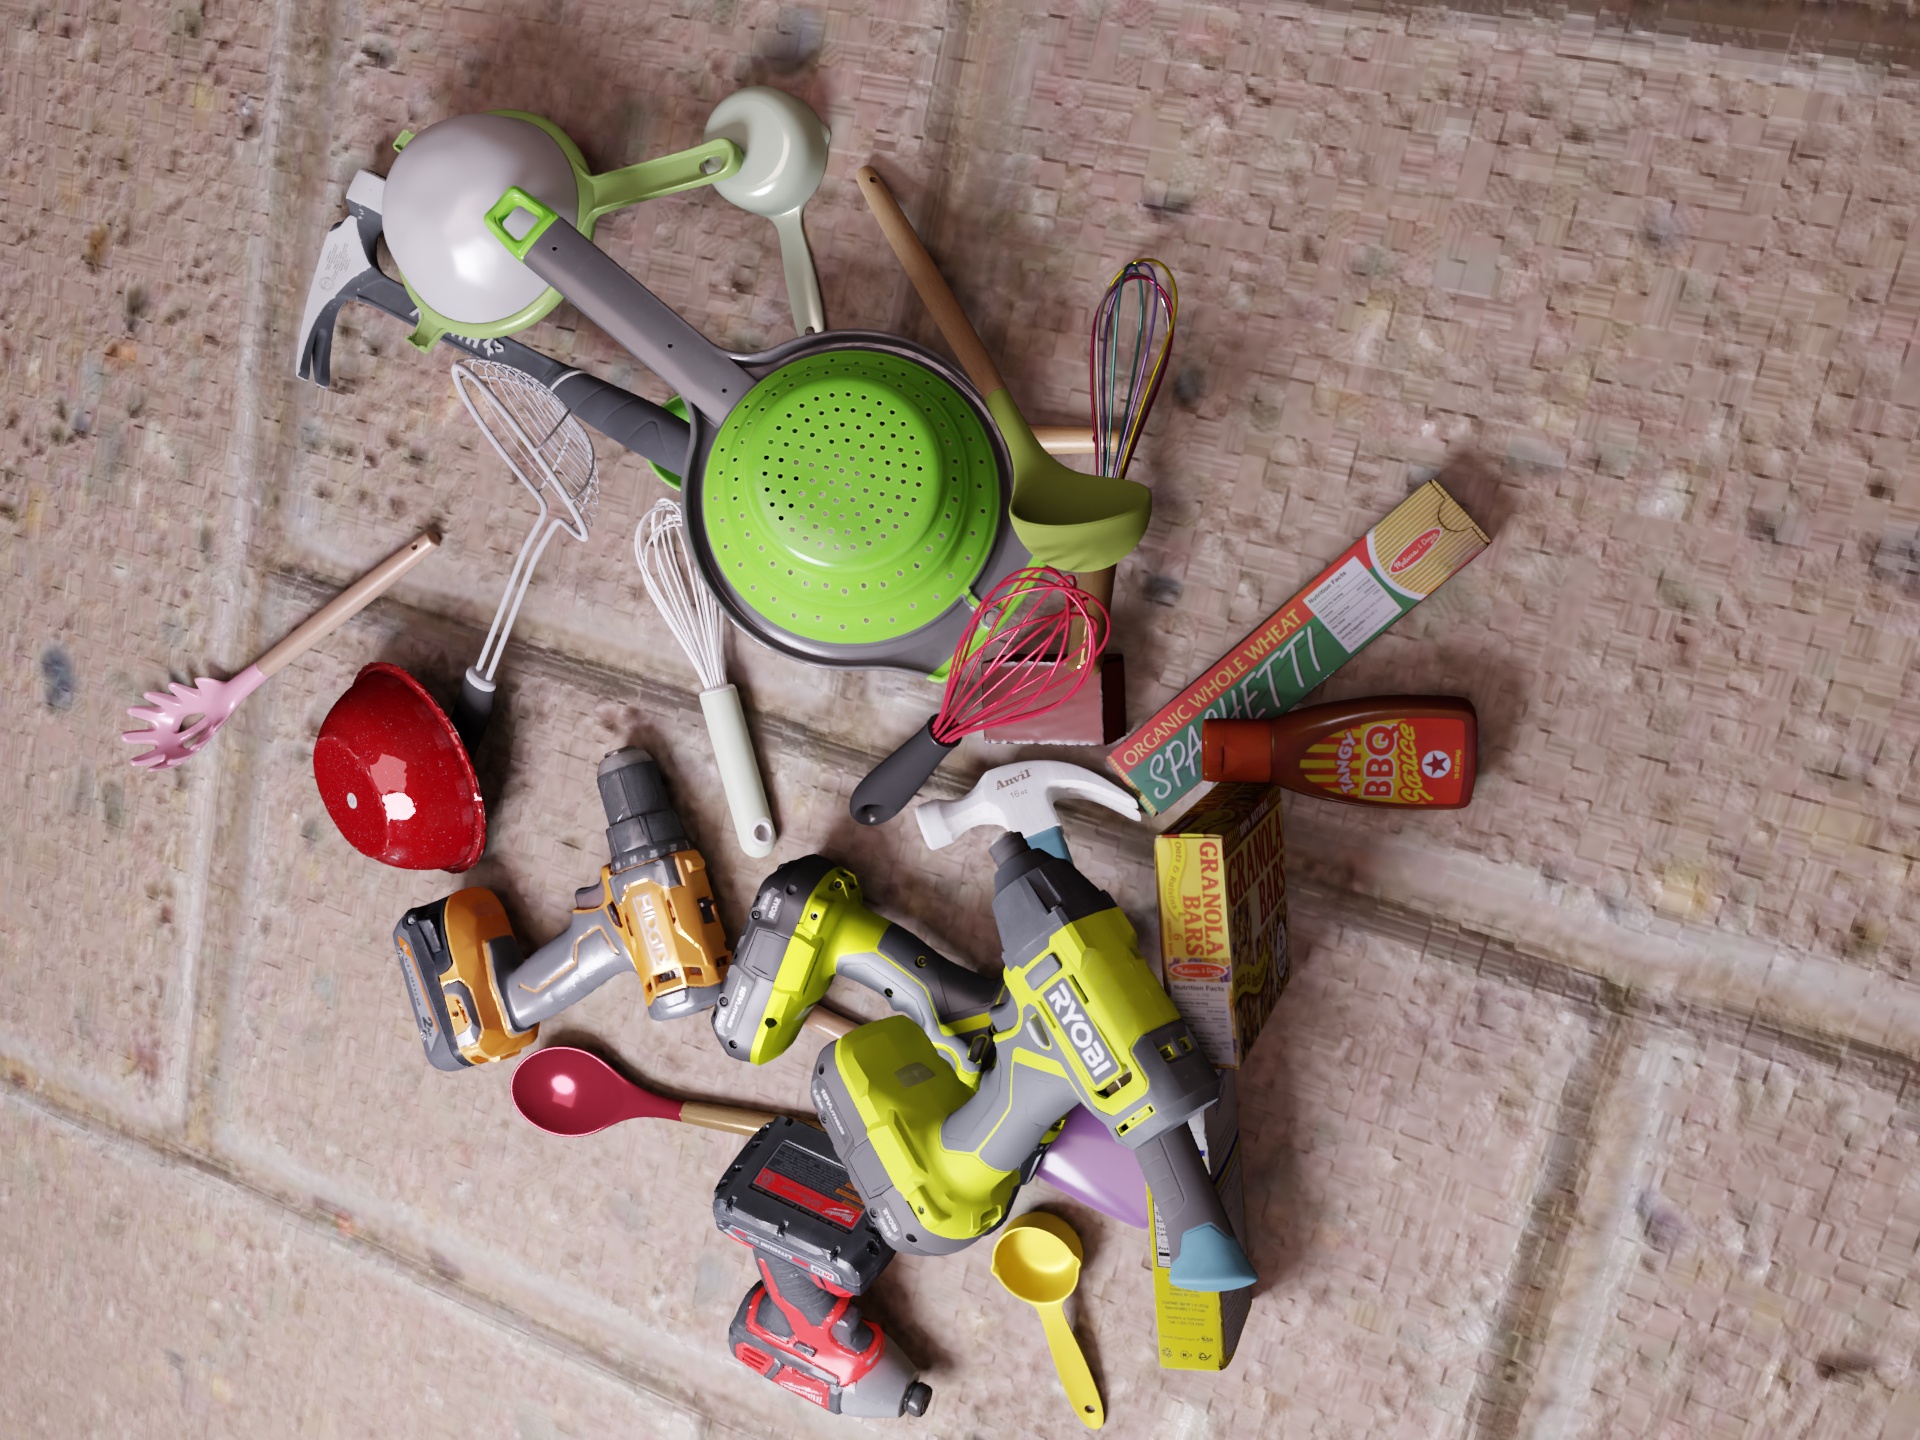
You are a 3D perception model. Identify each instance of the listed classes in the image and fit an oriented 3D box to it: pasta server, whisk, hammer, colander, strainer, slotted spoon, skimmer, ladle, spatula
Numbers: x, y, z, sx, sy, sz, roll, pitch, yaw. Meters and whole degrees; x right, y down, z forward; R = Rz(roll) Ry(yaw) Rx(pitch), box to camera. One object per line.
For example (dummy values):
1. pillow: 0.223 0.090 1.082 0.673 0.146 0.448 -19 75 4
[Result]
1. pasta server: -0.503 -0.053 1.176 0.316 0.040 0.060 -31 75 20
2. whisk: -0.001 -0.003 0.925 0.073 0.073 0.295 53 143 6
3. whisk: 0.090 -0.148 0.916 0.047 0.051 0.245 8 88 10
4. hammer: -0.274 -0.221 1.038 0.409 0.036 0.149 29 95 19
5. hammer: 0.083 0.165 0.909 0.128 0.033 0.331 -23 60 2
6. colander: -0.127 -0.186 0.915 0.397 0.094 0.204 40 88 2
7. strainer: -0.262 -0.330 0.987 0.256 0.069 0.151 -8 84 20
8. slotted spoon: -0.052 -0.174 0.997 0.314 0.031 0.070 3 95 18
9. skimmer: -0.320 -0.068 1.033 0.127 0.090 0.363 45 125 21
10. ladle: -0.168 0.274 1.103 0.315 0.031 0.069 5 101 18
11. ladle: 0.012 -0.214 0.912 0.320 0.078 0.062 62 157 22
12. spatula: -0.009 0.237 1.042 0.316 0.018 0.060 24 92 16
13. whisk: -0.164 -0.027 1.053 0.059 0.058 0.246 -6 100 56

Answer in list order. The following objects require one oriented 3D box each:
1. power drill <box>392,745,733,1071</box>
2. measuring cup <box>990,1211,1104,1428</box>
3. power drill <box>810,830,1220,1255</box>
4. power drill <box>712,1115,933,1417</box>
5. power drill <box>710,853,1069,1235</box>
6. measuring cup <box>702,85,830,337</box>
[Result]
1. power drill: -0.275 0.133 1.096 0.226 0.084 0.185 -19 85 18
2. measuring cup: 0.067 0.390 1.037 0.062 0.029 0.156 -14 104 22
3. power drill: 0.019 0.179 0.863 0.223 0.080 0.171 -46 66 36
4. power drill: -0.084 0.367 1.021 0.143 0.078 0.219 18 132 21
5. power drill: -0.034 0.200 1.004 0.228 0.080 0.190 23 96 13
6. measuring cup: -0.115 -0.313 0.993 0.083 0.038 0.167 -12 91 22
